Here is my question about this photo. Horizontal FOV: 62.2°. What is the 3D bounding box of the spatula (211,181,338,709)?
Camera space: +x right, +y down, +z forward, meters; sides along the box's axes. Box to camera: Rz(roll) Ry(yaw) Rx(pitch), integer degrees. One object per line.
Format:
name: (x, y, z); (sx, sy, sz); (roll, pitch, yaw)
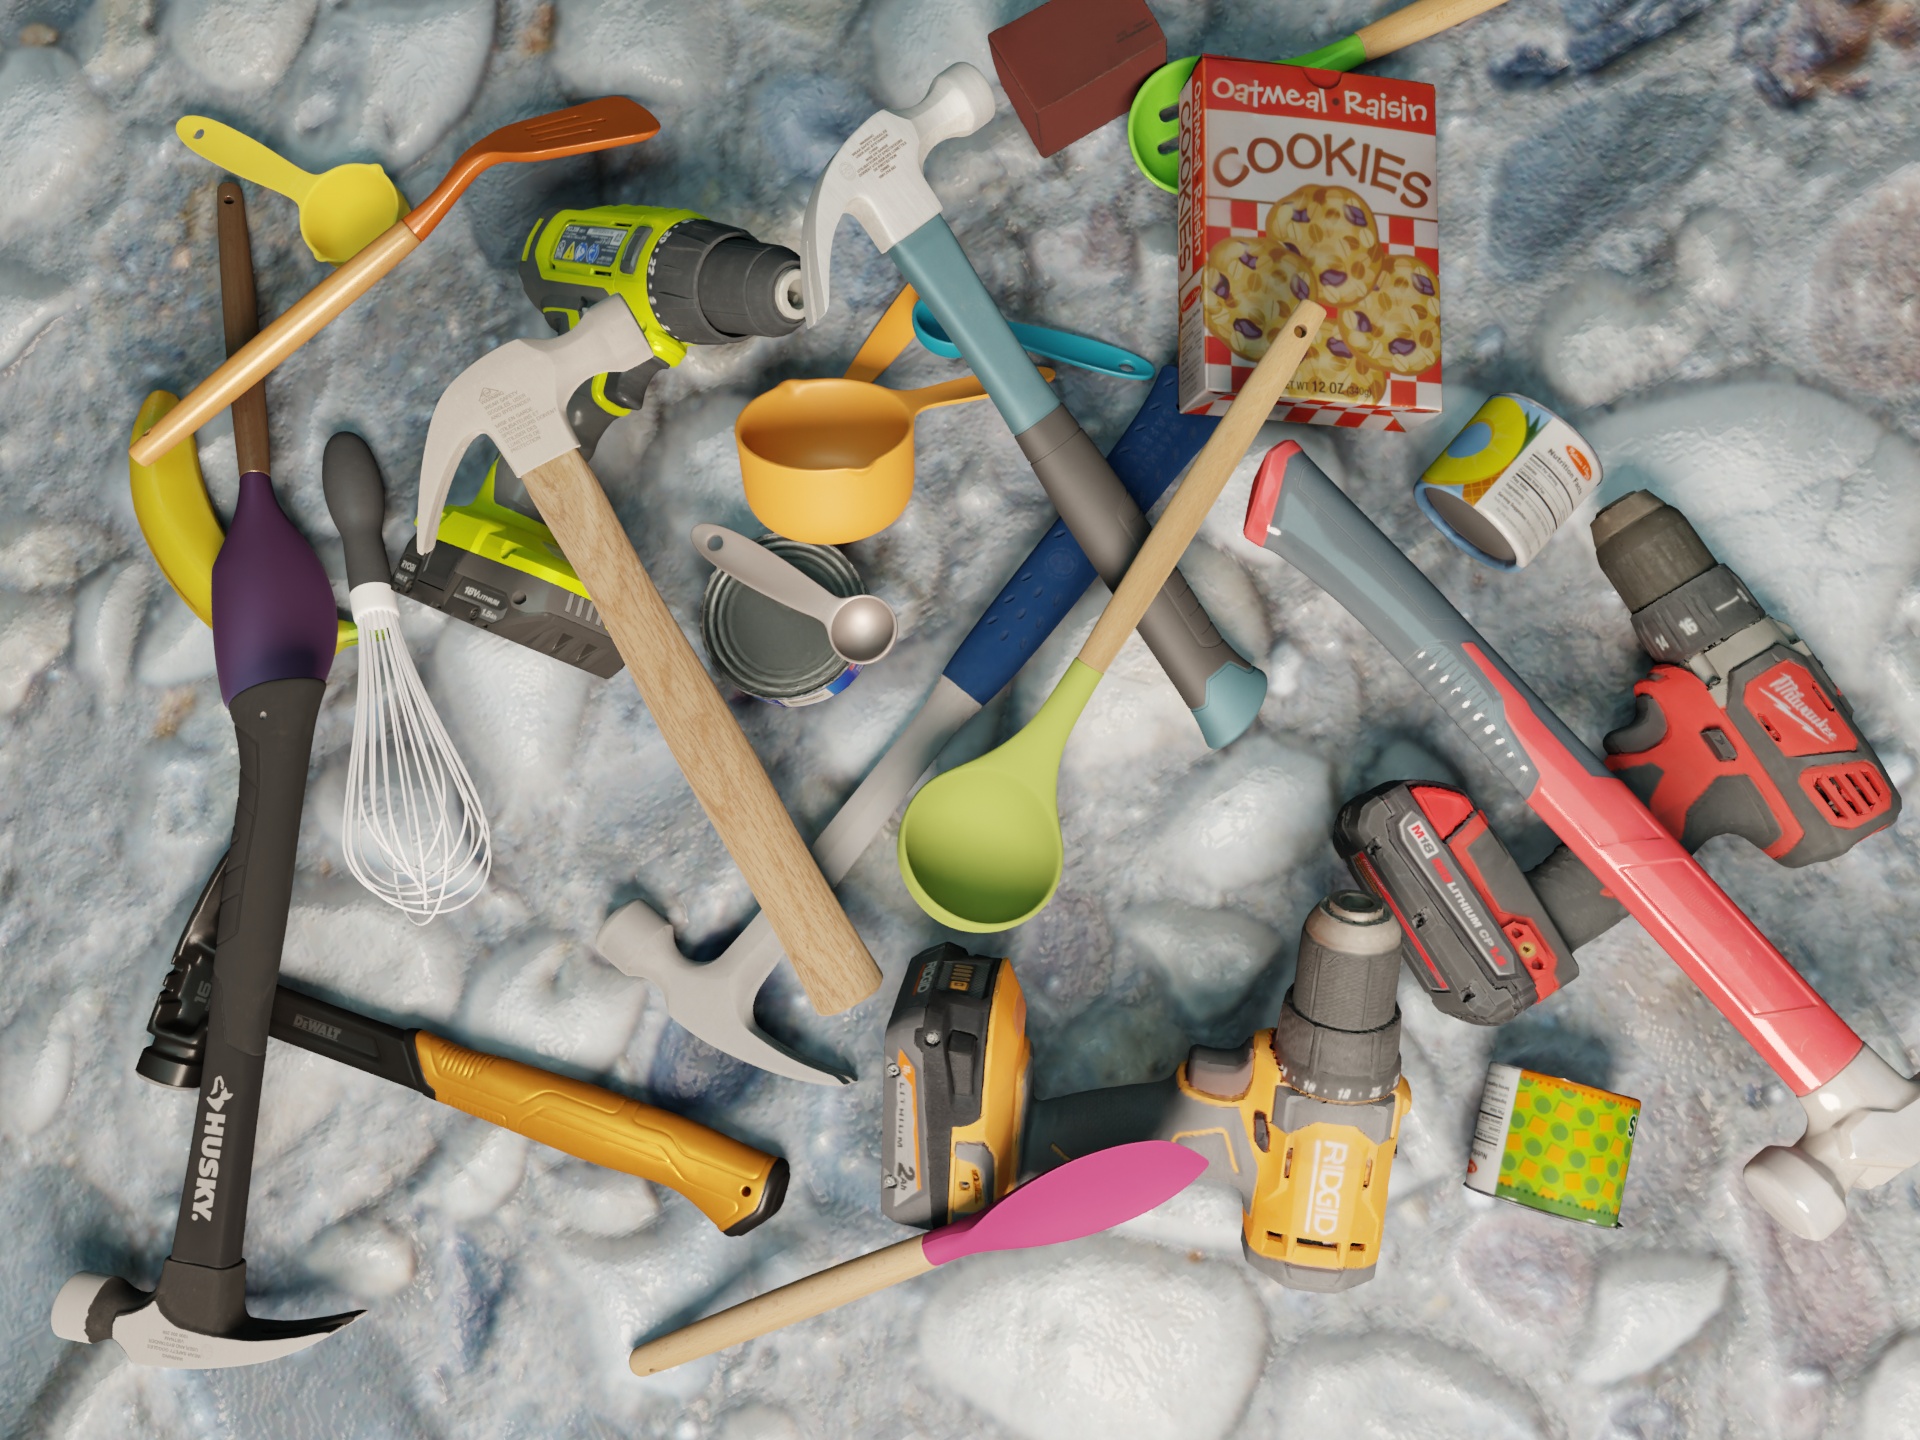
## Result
spatula: (-0.375, -0.152, 0.846); (0.059, 0.018, 0.316); (-7, 72, -19)

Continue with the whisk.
whisk: (-0.291, -0.030, 0.803); (0.070, 0.070, 0.285); (-21, 66, 4)

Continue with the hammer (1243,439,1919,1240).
hammer: (0.271, 0.019, 0.675); (0.143, 0.038, 0.386); (-39, 80, -7)

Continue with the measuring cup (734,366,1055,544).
measuring cup: (-0.029, -0.139, 0.805); (0.173, 0.052, 0.095); (-18, 44, -21)

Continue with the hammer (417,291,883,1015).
hammer: (-0.129, -0.012, 0.713); (0.130, 0.031, 0.331); (-28, 100, -3)

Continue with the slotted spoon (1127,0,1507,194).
slotted spoon: (0.228, -0.353, 0.815); (0.314, 0.031, 0.070); (-25, 97, 0)

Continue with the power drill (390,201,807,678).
power drill: (-0.173, -0.143, 0.777); (0.191, 0.080, 0.228); (20, 86, 40)

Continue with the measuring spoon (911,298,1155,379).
measuring spoon: (0.036, -0.190, 0.821); (0.128, 0.021, 0.042); (15, 53, 1)

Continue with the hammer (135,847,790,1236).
hammer: (-0.242, 0.171, 0.792); (0.337, 0.034, 0.127); (18, 85, 9)

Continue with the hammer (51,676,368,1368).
hammer: (-0.344, 0.144, 0.771); (0.146, 0.035, 0.335); (7, 88, 9)

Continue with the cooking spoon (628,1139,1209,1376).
cooking spoon: (-0.033, 0.241, 0.703); (0.319, 0.068, 0.017); (-30, 47, 25)

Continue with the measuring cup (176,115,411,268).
measuring cup: (-0.370, -0.295, 0.882); (0.156, 0.029, 0.062); (30, 86, 14)

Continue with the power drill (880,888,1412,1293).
power drill: (0.083, 0.153, 0.703); (0.226, 0.084, 0.185); (5, 112, 7)

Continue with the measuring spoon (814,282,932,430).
measuring spoon: (-0.039, -0.200, 0.833); (0.021, 0.011, 0.117); (37, 88, 10)

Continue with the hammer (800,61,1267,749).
hammer: (0.045, -0.130, 0.740); (0.128, 0.033, 0.331); (-38, 102, -14)

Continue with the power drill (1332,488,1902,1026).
power drill: (0.286, 0.017, 0.731); (0.226, 0.080, 0.188); (-30, 79, -1)

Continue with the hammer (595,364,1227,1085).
hammer: (-0.001, -0.003, 0.787); (0.144, 0.035, 0.405); (38, 88, 11)

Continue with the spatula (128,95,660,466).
spatula: (-0.300, -0.234, 0.834); (0.322, 0.041, 0.081); (-40, 43, -1)

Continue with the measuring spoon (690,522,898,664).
measuring spoon: (-0.082, -0.065, 0.784); (0.124, 0.018, 0.034); (31, 88, 17)

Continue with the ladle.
ladle: (0.073, -0.045, 0.709); (0.078, 0.062, 0.320); (31, 99, -4)
